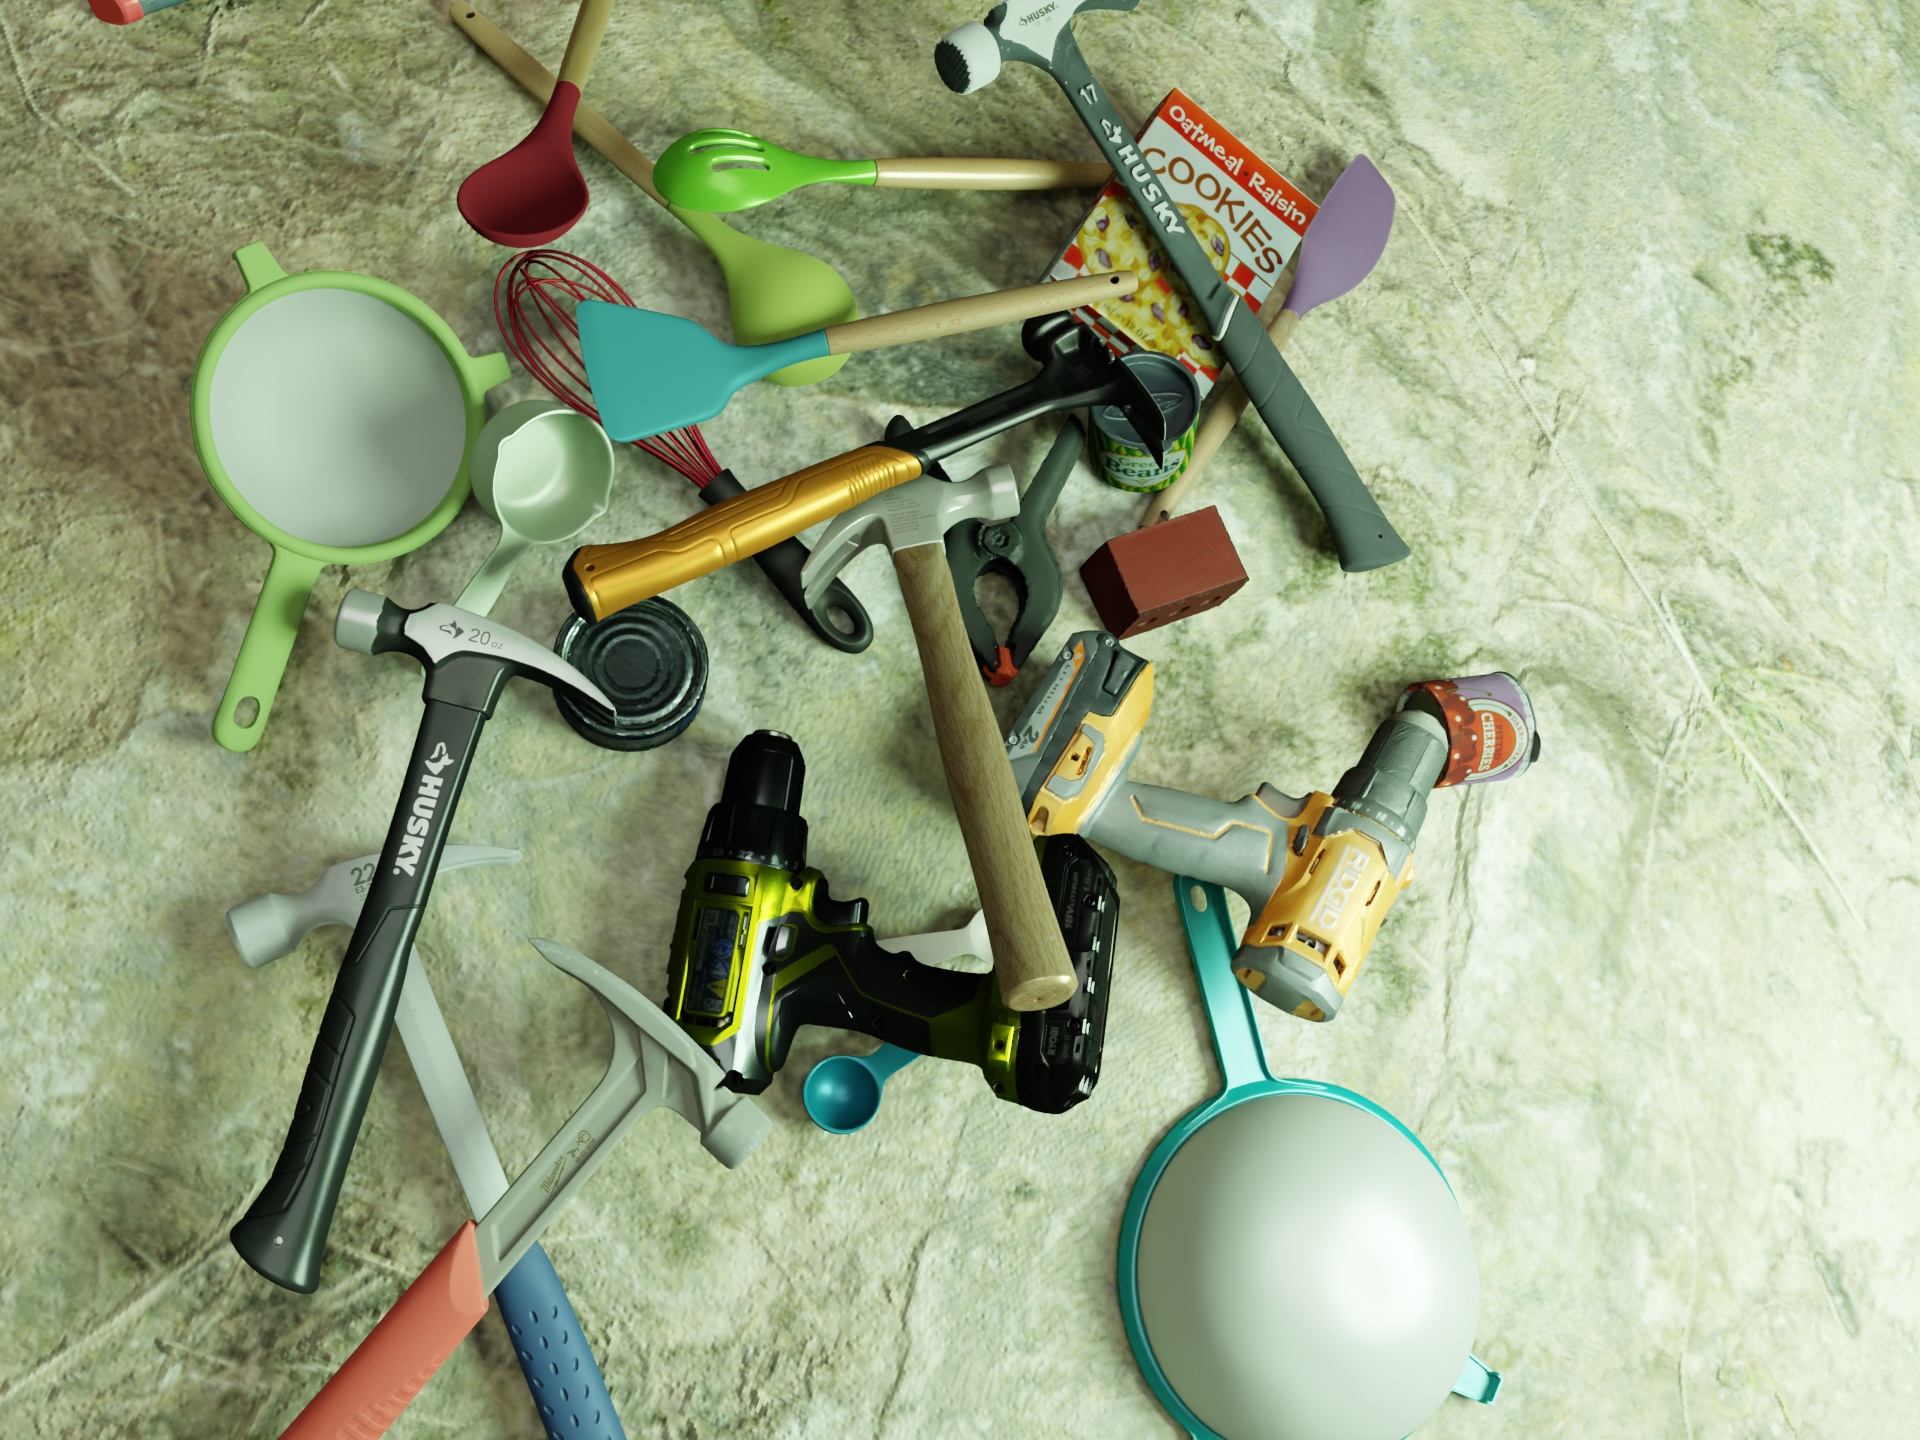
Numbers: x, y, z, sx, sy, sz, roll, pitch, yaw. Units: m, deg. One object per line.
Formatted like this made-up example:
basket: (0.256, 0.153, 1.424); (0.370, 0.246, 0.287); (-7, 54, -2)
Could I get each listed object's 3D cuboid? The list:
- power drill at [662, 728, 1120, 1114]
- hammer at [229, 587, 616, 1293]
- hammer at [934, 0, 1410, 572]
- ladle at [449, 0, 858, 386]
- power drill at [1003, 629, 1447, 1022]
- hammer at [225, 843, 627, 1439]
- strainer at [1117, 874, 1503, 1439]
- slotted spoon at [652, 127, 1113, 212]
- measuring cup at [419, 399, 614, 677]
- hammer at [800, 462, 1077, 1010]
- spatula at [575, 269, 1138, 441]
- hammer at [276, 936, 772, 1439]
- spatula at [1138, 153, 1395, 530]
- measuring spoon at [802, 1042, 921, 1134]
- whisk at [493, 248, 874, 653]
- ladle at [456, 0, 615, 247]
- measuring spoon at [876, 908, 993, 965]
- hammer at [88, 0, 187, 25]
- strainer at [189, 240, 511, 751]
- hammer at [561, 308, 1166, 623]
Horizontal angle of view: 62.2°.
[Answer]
power drill: (-0.038, 0.105, 0.823); (0.228, 0.080, 0.191); (5, 74, 14)
hammer: (-0.277, 0.106, 0.783); (0.146, 0.035, 0.335); (15, 74, -8)
hammer: (0.153, -0.263, 0.964); (0.149, 0.036, 0.409); (-37, 96, -22)
ladle: (-0.188, -0.319, 0.949); (0.320, 0.062, 0.078); (42, 73, 7)
power drill: (0.147, 0.035, 0.885); (0.226, 0.084, 0.185); (29, 71, 11)
hammer: (-0.224, 0.252, 0.796); (0.144, 0.035, 0.405); (-23, 82, -17)
strainer: (0.182, 0.237, 0.860); (0.211, 0.095, 0.340); (-11, 80, -15)
slotted spoon: (-0.031, -0.334, 0.965); (0.313, 0.031, 0.070); (-8, 56, -25)
measuring cup: (-0.256, -0.101, 0.872); (0.038, 0.083, 0.167); (32, 90, 36)
hammer: (-0.001, -0.003, 0.814); (0.130, 0.031, 0.332); (-12, 53, -3)
spatula: (-0.049, -0.220, 0.891); (0.317, 0.044, 0.082); (-14, 81, -8)
hammer: (-0.259, 0.279, 0.747); (0.149, 0.036, 0.359); (40, 81, 3)
spatula: (0.200, -0.239, 1.020); (0.059, 0.018, 0.316); (43, 71, -24)
measuring spoon: (-0.032, 0.181, 0.870); (0.128, 0.021, 0.042); (-32, 73, -27)
whisk: (-0.153, -0.150, 0.903); (0.073, 0.073, 0.296); (-44, 95, -18)
ladle: (-0.225, -0.387, 0.930); (0.069, 0.031, 0.316); (10, 62, -4)
measuring spoon: (-0.023, 0.129, 0.886); (0.124, 0.018, 0.034); (-11, 79, -8)
hammer: (-0.323, -0.484, 0.947); (0.386, 0.038, 0.143); (-18, 61, -12)
strainer: (-0.353, -0.110, 0.846); (0.151, 0.069, 0.256); (20, 87, -40)
hammer: (-0.053, -0.128, 0.868); (0.337, 0.034, 0.127); (-25, 55, -15)
